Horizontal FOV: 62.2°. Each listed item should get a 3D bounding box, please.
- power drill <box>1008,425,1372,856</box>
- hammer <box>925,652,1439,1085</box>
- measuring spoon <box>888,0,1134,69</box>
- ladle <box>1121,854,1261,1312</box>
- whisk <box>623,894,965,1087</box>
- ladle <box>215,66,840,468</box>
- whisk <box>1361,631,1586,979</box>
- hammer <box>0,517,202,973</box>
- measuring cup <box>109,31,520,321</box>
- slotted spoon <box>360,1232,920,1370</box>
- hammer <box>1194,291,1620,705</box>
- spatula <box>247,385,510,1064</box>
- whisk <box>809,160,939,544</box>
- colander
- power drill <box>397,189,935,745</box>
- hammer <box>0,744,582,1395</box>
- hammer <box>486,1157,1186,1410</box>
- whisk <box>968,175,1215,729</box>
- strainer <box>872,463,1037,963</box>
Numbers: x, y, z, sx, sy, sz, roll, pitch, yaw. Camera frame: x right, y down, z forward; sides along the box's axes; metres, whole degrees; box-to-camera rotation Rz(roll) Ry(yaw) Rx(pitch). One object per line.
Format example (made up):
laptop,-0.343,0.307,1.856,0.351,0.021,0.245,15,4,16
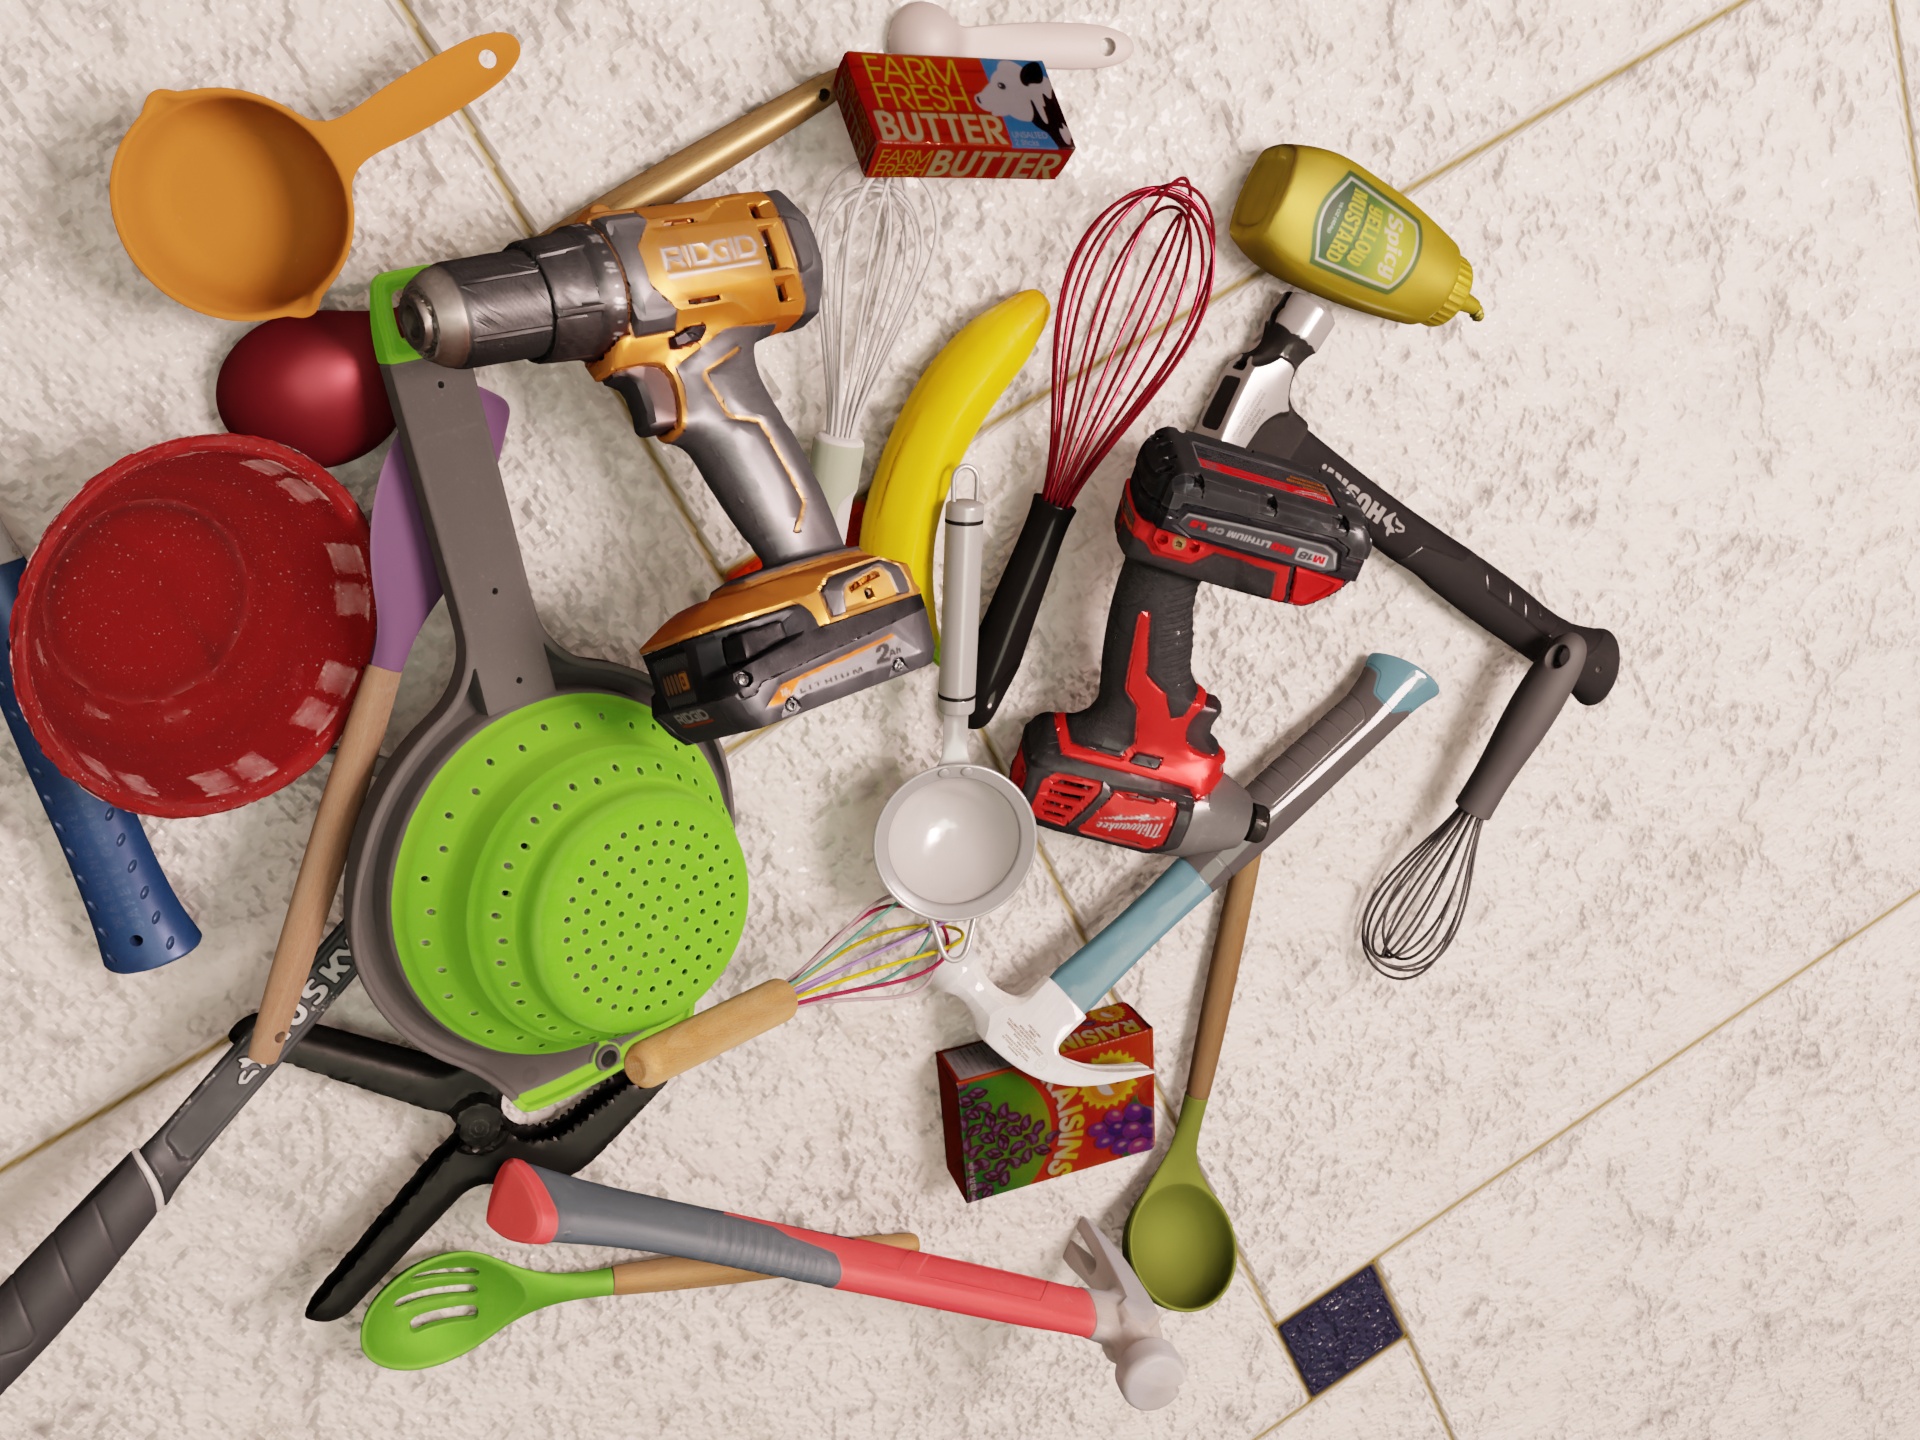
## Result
power drill,0.121,-0.027,0.822,0.143,0.079,0.219,15,118,-7
hammer,0.143,0.078,0.906,0.331,0.033,0.128,-42,91,-7
measuring spoon,0.027,-0.316,0.743,0.124,0.018,0.034,-7,111,-19
ladle,0.155,0.208,0.963,0.078,0.062,0.320,3,105,-24
whisk,-0.072,0.130,0.782,0.245,0.047,0.051,-16,133,-57
ladle,-0.181,-0.205,0.701,0.315,0.031,0.069,-34,128,-8
whisk,0.310,0.054,0.954,0.055,0.055,0.239,15,111,-25
hammer,-0.411,-0.074,0.655,0.144,0.035,0.405,-16,114,-15
measuring cup,-0.257,-0.232,0.648,0.173,0.052,0.095,-35,117,-8
slotted spoon,-0.170,0.313,0.893,0.313,0.031,0.070,1,109,-23
hammer,0.262,-0.091,0.905,0.334,0.035,0.146,29,96,-27
spatula,-0.265,0.001,0.706,0.059,0.018,0.316,16,92,-60
whisk,-0.056,-0.142,0.761,0.059,0.058,0.246,16,110,10
colander,-0.178,0.003,0.701,0.204,0.095,0.396,-26,117,-36
power drill,-0.119,-0.106,0.675,0.185,0.084,0.226,-22,97,-38
hammer,-0.356,0.189,0.718,0.149,0.036,0.409,46,75,-28
hammer,-0.065,0.289,0.873,0.386,0.143,0.038,20,100,-21
whisk,0.054,-0.128,0.801,0.073,0.073,0.295,13,109,-24
strainer,-0.001,-0.003,0.809,0.087,0.050,0.258,-1,110,-10
